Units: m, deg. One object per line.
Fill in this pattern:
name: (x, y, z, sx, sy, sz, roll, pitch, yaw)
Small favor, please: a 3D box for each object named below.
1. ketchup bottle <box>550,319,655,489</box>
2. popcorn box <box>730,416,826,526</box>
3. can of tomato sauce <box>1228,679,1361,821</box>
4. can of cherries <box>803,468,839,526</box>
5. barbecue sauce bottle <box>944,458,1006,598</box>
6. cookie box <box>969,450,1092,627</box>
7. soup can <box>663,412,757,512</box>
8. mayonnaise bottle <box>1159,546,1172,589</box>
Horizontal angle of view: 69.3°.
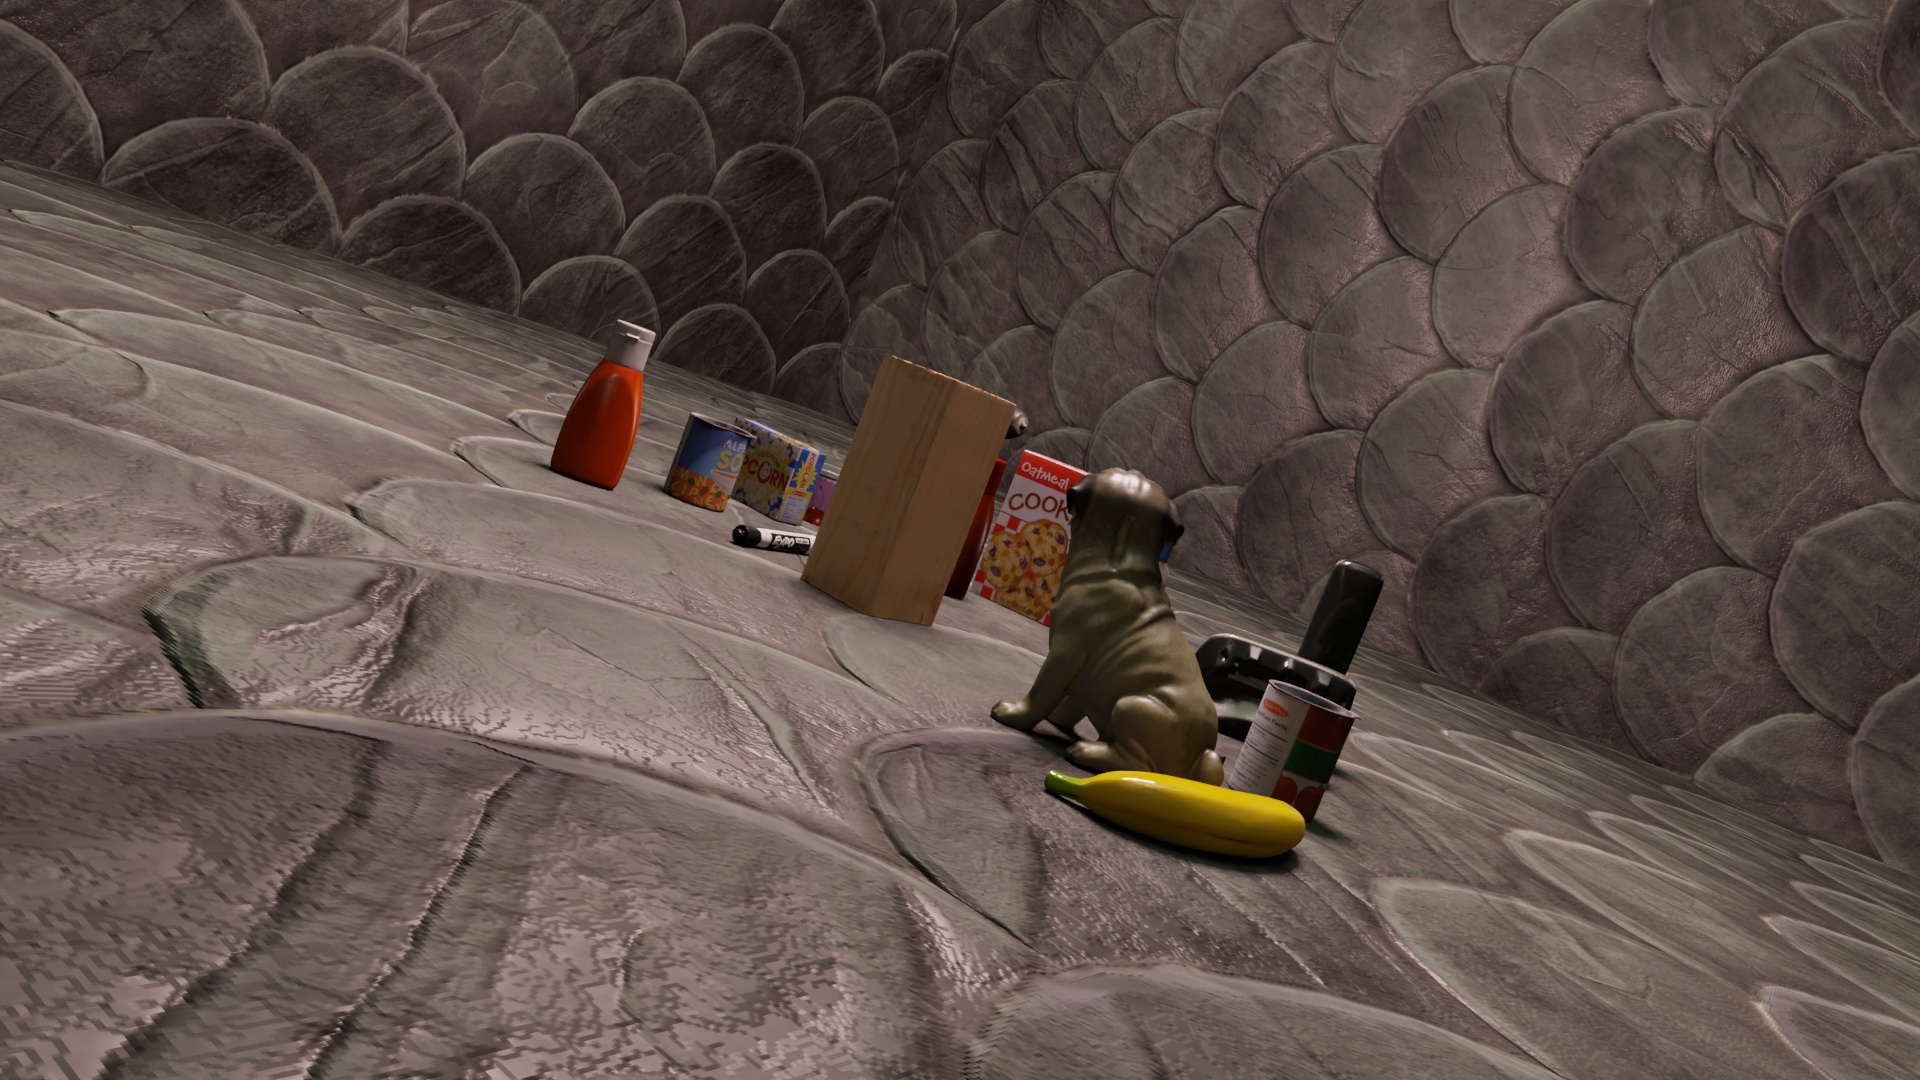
ketchup bottle: (-0.319, -0.125, 1.260, 0.065, 0.148, 0.043, 20, 5, -15)
popcorn box: (-0.212, -0.077, 1.524, 0.127, 0.085, 0.038, 26, 7, 41)
can of tomato sauce: (0.241, 0.153, 1.007, 0.071, 0.083, 0.071, 21, 5, -2)
can of cherries: (-0.152, -0.047, 1.593, 0.071, 0.058, 0.071, 21, 5, -2)
barbecue sauce bottle: (0.005, -0.018, 1.433, 0.044, 0.148, 0.065, 18, 6, -34)
cookie box: (0.097, 0.001, 1.495, 0.123, 0.167, 0.040, 24, 6, 27)
soup can: (-0.250, -0.077, 1.390, 0.071, 0.083, 0.071, 21, 5, -2)
mayonnaise bottle: (0.184, 0.050, 1.444, 0.065, 0.148, 0.041, 17, 7, -42)
